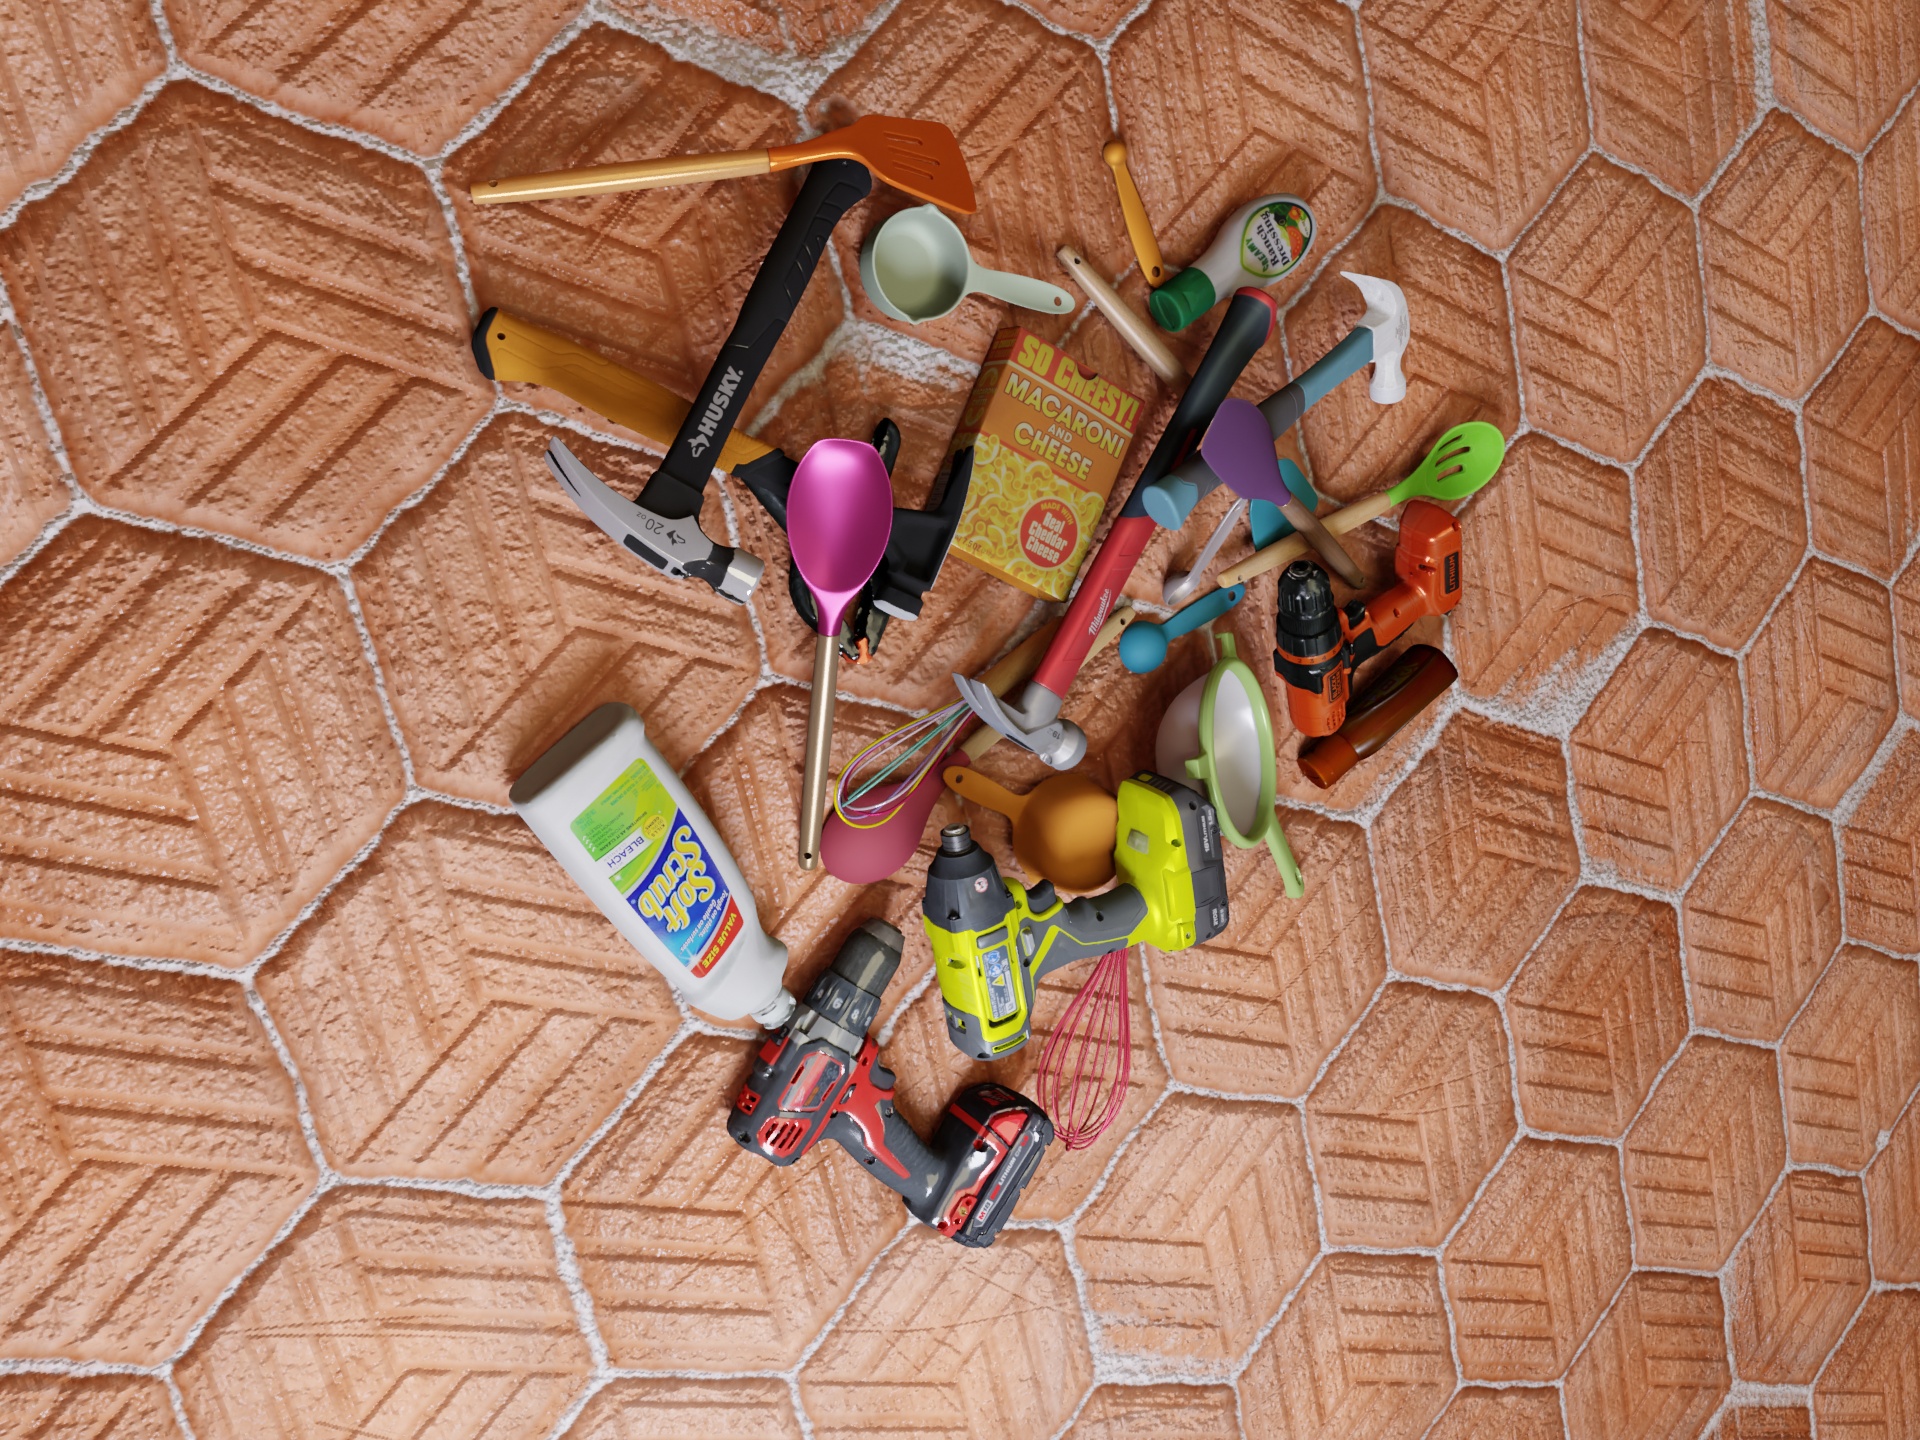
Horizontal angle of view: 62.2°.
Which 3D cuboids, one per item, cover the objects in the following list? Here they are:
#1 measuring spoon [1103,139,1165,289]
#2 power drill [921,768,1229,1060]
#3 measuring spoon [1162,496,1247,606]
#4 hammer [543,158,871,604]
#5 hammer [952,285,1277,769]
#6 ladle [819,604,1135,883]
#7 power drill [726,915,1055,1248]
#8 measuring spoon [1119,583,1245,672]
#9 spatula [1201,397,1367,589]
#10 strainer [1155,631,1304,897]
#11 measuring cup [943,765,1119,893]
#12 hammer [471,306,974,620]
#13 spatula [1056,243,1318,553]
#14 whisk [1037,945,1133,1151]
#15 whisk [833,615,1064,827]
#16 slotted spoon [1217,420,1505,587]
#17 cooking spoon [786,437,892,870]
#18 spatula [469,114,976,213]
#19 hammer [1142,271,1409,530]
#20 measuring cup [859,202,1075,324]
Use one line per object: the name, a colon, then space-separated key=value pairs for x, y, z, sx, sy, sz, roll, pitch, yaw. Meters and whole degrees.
measuring spoon: x=0.135 y=-0.382 z=1.206 sx=0.021 sy=0.011 sz=0.116 roll=-30 pitch=111 yaw=-21
power drill: x=0.080 y=0.126 z=1.147 sx=0.223 sy=0.080 sz=0.171 roll=-20 pitch=112 yaw=-26
measuring spoon: x=0.187 y=-0.135 z=1.227 sx=0.034 sy=0.124 sz=0.018 roll=-24 pitch=65 yaw=-38
hammer: x=-0.139 y=-0.246 z=1.017 sx=0.146 sy=0.035 sz=0.335 roll=28 pitch=67 yaw=-15
hammer: x=0.125 y=-0.158 z=1.171 sx=0.143 sy=0.038 sz=0.386 roll=35 pitch=81 yaw=-49
ladle: x=0.022 y=0.011 z=1.197 sx=0.315 sy=0.031 sz=0.069 roll=-41 pitch=113 yaw=-19
power drill: x=-0.040 y=0.269 z=1.176 sx=0.226 sy=0.080 sz=0.188 roll=35 pitch=80 yaw=-25
measuring spoon: x=0.183 y=-0.078 z=1.270 sx=0.128 sy=0.021 sz=0.042 roll=-30 pitch=110 yaw=-20
spatula: x=0.259 y=-0.164 z=1.229 sx=0.315 sy=0.018 sz=0.060 roll=30 pitch=85 yaw=-53
strainer: x=0.216 y=0.063 z=1.290 sx=0.256 sy=0.069 sz=0.152 roll=59 pitch=37 yaw=-39
measuring cup: x=0.061 y=0.074 z=1.196 sx=0.173 sy=0.052 sz=0.095 roll=28 pitch=87 yaw=-39
hammer: x=-0.152 y=-0.188 z=1.043 sx=0.336 sy=0.034 sz=0.127 roll=23 pitch=85 yaw=-20
spatula: x=0.177 y=-0.249 z=1.244 sx=0.317 sy=0.044 sz=0.082 roll=43 pitch=79 yaw=-21
whisk: x=0.120 y=0.195 z=1.260 sx=0.073 sy=0.073 sz=0.296 roll=18 pitch=84 yaw=-29
whisk: x=-0.001 y=-0.002 z=1.166 sx=0.245 sy=0.051 sz=0.047 roll=-39 pitch=82 yaw=-27
slotted spoon: x=0.335 y=-0.177 z=1.327 sx=0.314 sy=0.031 sz=0.070 roll=-27 pitch=126 yaw=-23
cooking spoon: x=-0.092 y=-0.037 z=1.079 sx=0.068 sy=0.017 sz=0.318 roll=5 pitch=115 yaw=-5
spatula: x=-0.148 y=-0.350 z=1.022 sx=0.322 sy=0.041 sz=0.081 roll=-11 pitch=67 yaw=-12
hammer: x=0.249 y=-0.238 z=1.216 sx=0.331 sy=0.033 sz=0.128 roll=-40 pitch=136 yaw=-31
measuring cup: x=0.004 y=-0.313 z=1.133 sx=0.167 sy=0.038 sz=0.083 roll=6 pitch=95 yaw=-31
